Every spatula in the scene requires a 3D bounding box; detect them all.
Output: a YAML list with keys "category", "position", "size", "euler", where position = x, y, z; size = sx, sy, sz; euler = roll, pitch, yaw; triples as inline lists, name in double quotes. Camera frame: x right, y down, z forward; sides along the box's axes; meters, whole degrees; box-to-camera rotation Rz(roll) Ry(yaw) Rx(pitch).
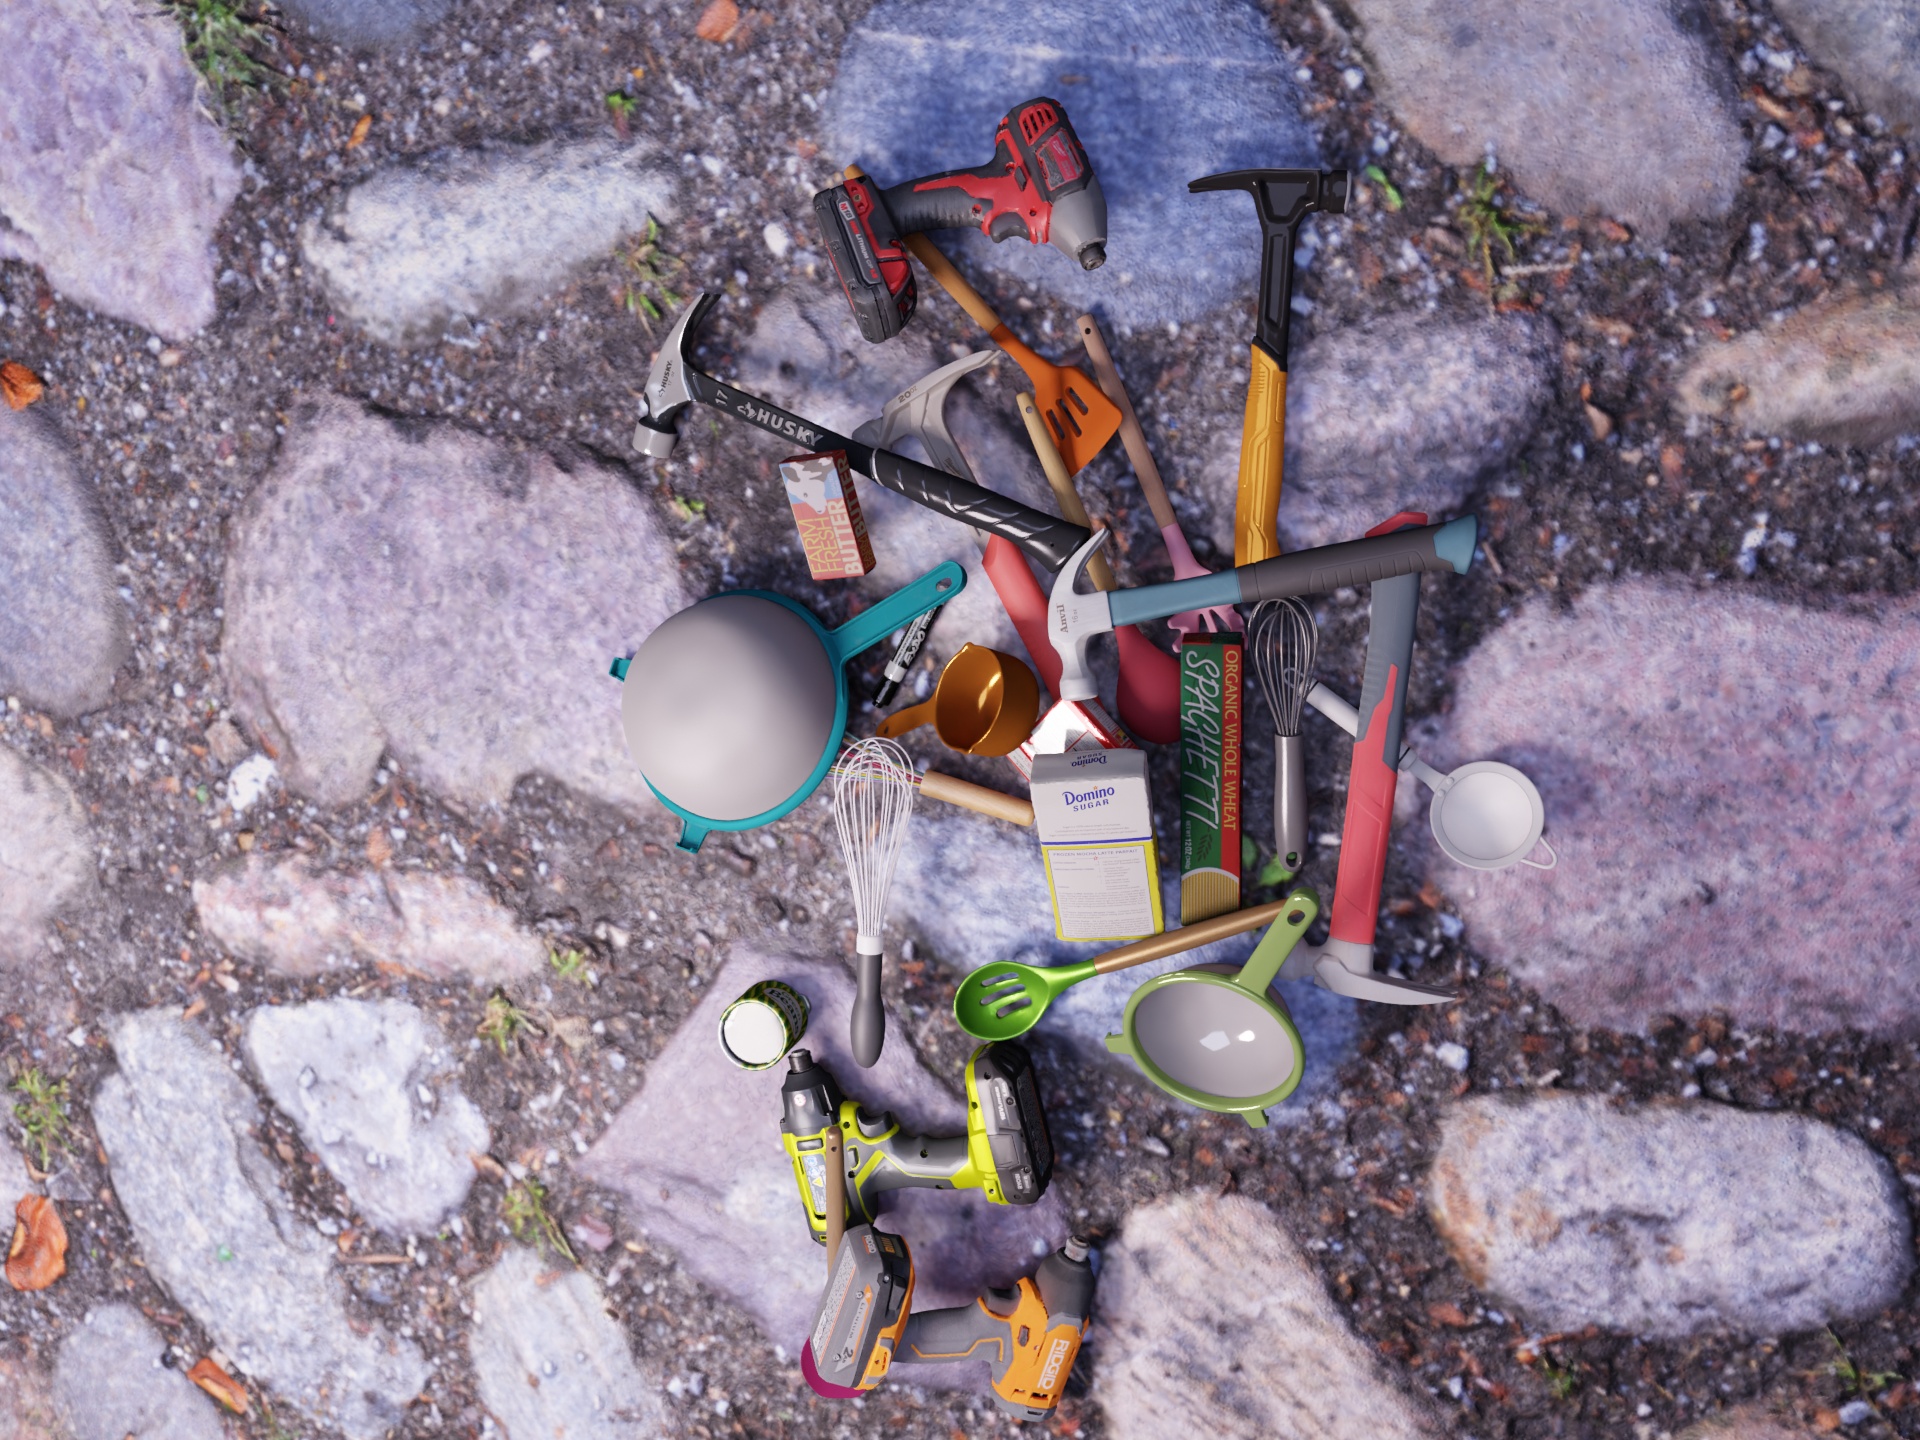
- category: "spatula"
  position: [0.010, -0.339, 1.309]
  size: [0.322, 0.041, 0.081]
  euler: [48, 123, 5]

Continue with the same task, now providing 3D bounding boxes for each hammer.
- category: "hammer"
  position: [0.342, 0.031, 1.249]
  size: [0.143, 0.038, 0.386]
  euler: [9, 100, 21]
- category: "hammer"
  position: [0.238, -0.268, 1.275]
  size: [0.127, 0.034, 0.337]
  euler: [3, 97, 10]
- category: "hammer"
  position: [0.228, -0.105, 1.219]
  size: [0.331, 0.033, 0.128]
  euler: [-10, 88, 14]
- category: "hammer"
  position: [0.051, -0.121, 1.317]
  size: [0.149, 0.037, 0.359]
  euler: [-28, 92, 27]
- category: "hammer"
  position: [-0.081, -0.221, 1.307]
  size: [0.409, 0.036, 0.149]
  euler: [25, 110, 14]

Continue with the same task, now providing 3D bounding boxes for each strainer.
- category: "strainer"
  position: [0.229, 0.208, 1.277]
  size: [0.151, 0.069, 0.256]
  euler: [27, 129, 6]
- category: "strainer"
  position: [0.366, 0.035, 1.280]
  size: [0.258, 0.050, 0.087]
  euler: [38, 95, 11]
- category: "strainer"
  position: [-0.153, -0.047, 1.313]
  size: [0.340, 0.095, 0.211]
  euler: [-30, 71, 15]

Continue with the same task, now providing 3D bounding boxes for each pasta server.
- category: "pasta server"
  position: [0.159, -0.184, 1.298]
  size: [0.060, 0.040, 0.316]
  euler: [-22, 90, 18]

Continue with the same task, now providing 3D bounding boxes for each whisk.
- category: "whisk"
  position: [-0.052, 0.042, 1.365]
  size: [0.245, 0.047, 0.051]
  euler: [17, 100, 4]
- category: "whisk"
  position: [0.262, 0.012, 1.284]
  size: [0.055, 0.055, 0.239]
  euler: [-2, 107, 11]
- category: "whisk"
  position: [-0.073, 0.154, 1.330]
  size: [0.070, 0.070, 0.284]
  euler: [3, 99, 11]

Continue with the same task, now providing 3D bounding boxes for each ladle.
- category: "ladle"
  position: [0.115, -0.122, 1.298]
  size: [0.069, 0.031, 0.315]
  euler: [-24, 98, 9]

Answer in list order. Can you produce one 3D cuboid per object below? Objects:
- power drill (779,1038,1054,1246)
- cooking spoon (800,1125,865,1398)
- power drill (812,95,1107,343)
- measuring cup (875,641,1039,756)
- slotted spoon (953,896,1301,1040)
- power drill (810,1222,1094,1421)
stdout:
- category: "power drill"
  position: [-0.044, 0.355, 1.378]
  size: [0.223, 0.080, 0.171]
  euler: [-13, 94, 15]
- category: "cooking spoon"
  position: [-0.107, 0.478, 1.381]
  size: [0.068, 0.017, 0.318]
  euler: [1, 118, 0]
- category: "power drill"
  position: [0.006, -0.392, 1.263]
  size: [0.219, 0.078, 0.143]
  euler: [-23, 79, -1]
- category: "measuring cup"
  position: [-0.002, -0.004, 1.330]
  size: [0.173, 0.052, 0.095]
  euler: [-20, 64, 49]
- category: "slotted spoon"
  position: [0.138, 0.198, 1.316]
  size: [0.314, 0.031, 0.070]
  euler: [-21, 101, 20]
- category: "power drill"
  position: [0.003, 0.498, 1.351]
  size: [0.226, 0.084, 0.164]
  euler: [17, 100, -18]
